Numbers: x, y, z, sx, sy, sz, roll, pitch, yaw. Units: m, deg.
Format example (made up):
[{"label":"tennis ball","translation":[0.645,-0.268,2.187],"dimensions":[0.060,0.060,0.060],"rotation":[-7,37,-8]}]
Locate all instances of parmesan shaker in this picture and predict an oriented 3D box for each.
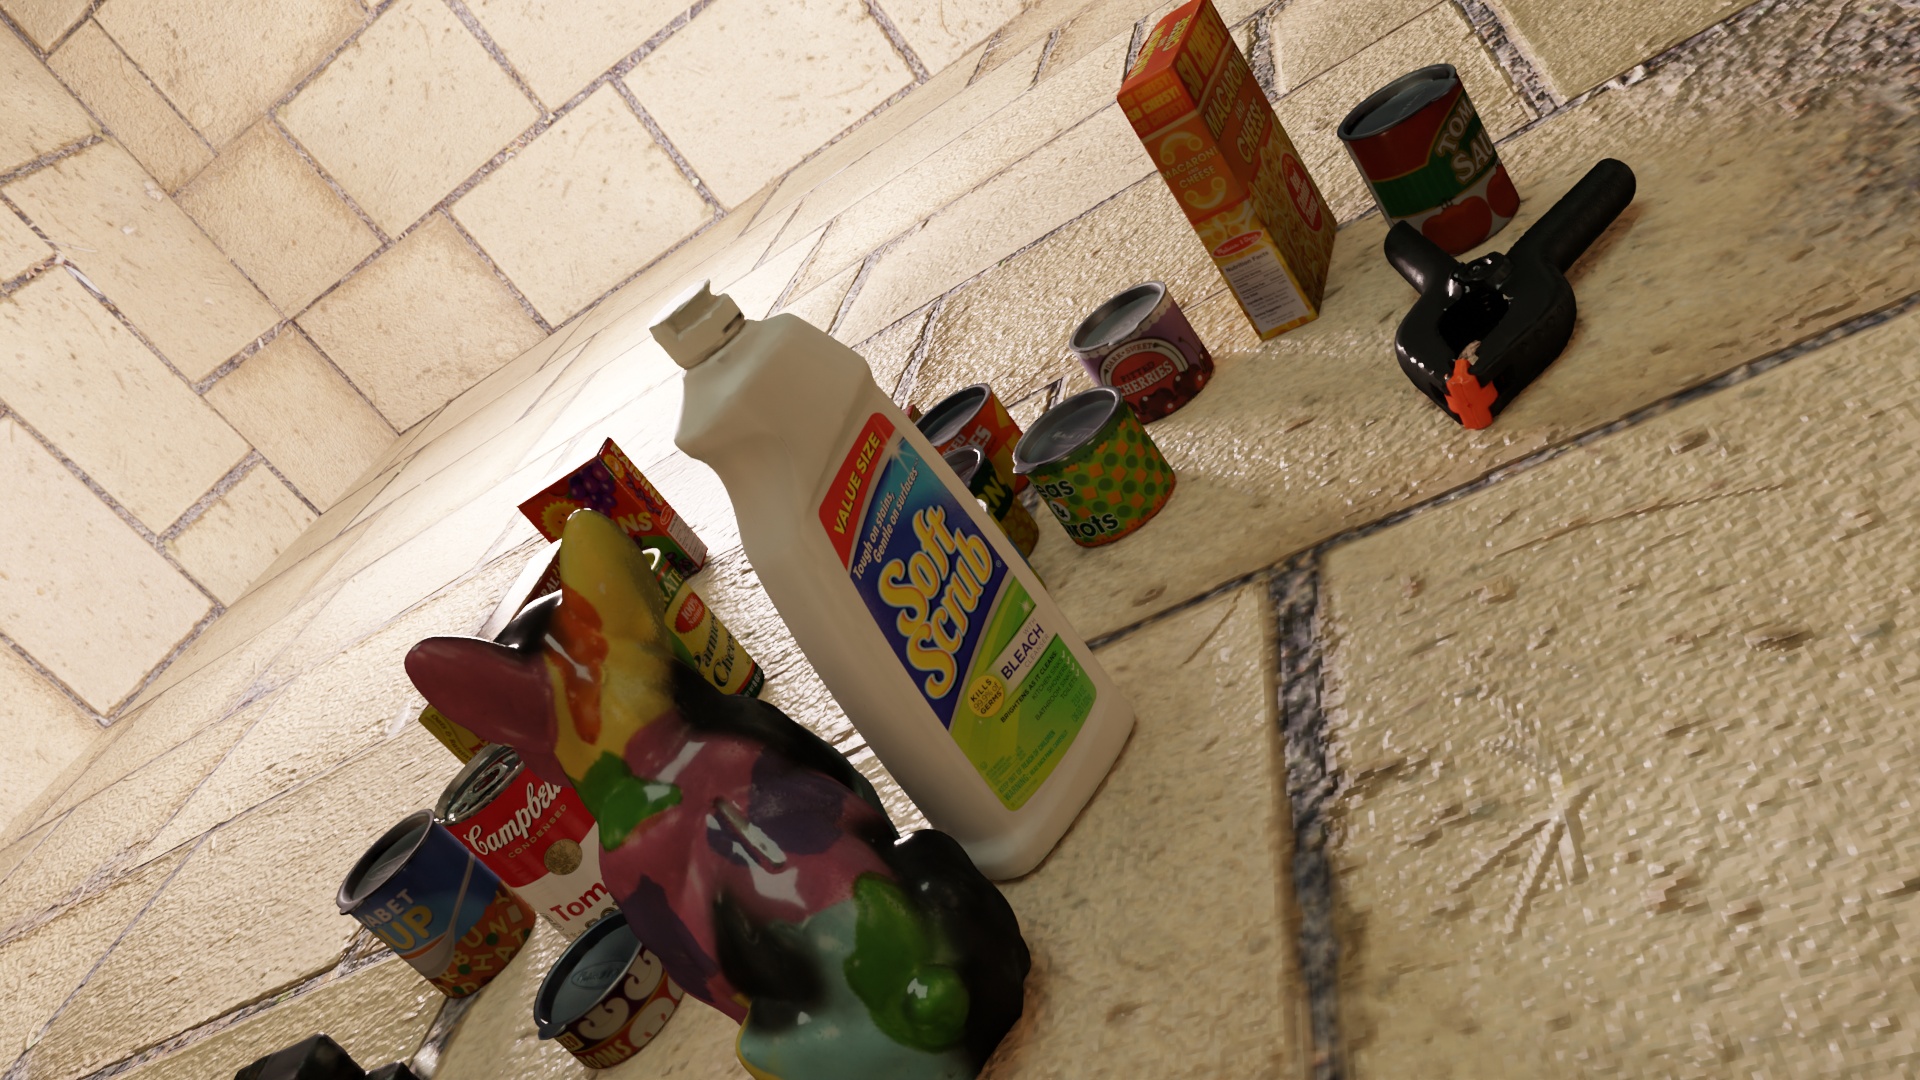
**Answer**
[{"label":"parmesan shaker","translation":[-0.173,0.063,0.836],"dimensions":[0.071,0.103,0.071],"rotation":[-31,23,15]}]

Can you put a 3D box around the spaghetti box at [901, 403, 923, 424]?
[{"label":"spaghetti box","translation":[-0.039,-0.006,0.840],"dimensions":[0.028,0.050,0.251],"rotation":[-29,24,20]}]

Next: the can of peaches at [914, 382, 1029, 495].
[{"label":"can of peaches","translation":[0.007,-0.053,0.853],"dimensions":[0.071,0.058,0.071],"rotation":[-31,23,15]}]

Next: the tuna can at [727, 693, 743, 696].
[{"label":"tuna can","translation":[-0.132,0.118,0.761],"dimensions":[0.071,0.032,0.071],"rotation":[-31,23,15]}]

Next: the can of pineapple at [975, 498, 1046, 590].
[{"label":"can of pineapple","translation":[0.002,0.022,0.716],"dimensions":[0.071,0.057,0.071],"rotation":[-31,23,15]}]

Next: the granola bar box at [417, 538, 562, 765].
[{"label":"granola bar box","translation":[-0.242,0.092,0.855],"dimensions":[0.039,0.124,0.166],"rotation":[-28,24,23]}]

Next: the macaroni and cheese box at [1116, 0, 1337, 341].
[{"label":"macaroni and cheese box","translation":[0.158,-0.216,0.804],"dimensions":[0.040,0.166,0.124],"rotation":[-22,27,34]}]

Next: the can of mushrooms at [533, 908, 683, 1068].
[{"label":"can of mushrooms","translation":[-0.160,0.206,0.634],"dimensions":[0.071,0.033,0.071],"rotation":[-31,23,15]}]

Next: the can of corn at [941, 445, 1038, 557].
[{"label":"can of corn","translation":[0.003,-0.010,0.776],"dimensions":[0.071,0.058,0.071],"rotation":[-31,23,15]}]

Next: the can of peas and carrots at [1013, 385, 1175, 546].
[{"label":"can of peas and carrots","translation":[0.069,-0.037,0.730],"dimensions":[0.071,0.058,0.071],"rotation":[-31,23,15]}]

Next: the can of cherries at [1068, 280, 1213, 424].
[{"label":"can of cherries","translation":[0.106,-0.108,0.813],"dimensions":[0.071,0.058,0.072],"rotation":[-31,23,15]}]

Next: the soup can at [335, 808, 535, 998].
[{"label":"soup can","translation":[-0.288,0.202,0.763],"dimensions":[0.071,0.083,0.072],"rotation":[-31,23,15]}]

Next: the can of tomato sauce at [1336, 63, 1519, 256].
[{"label":"can of tomato sauce","translation":[0.253,-0.201,0.744],"dimensions":[0.071,0.083,0.071],"rotation":[-31,23,15]}]

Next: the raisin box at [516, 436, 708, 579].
[{"label":"raisin box","translation":[-0.272,-0.009,1.093],"dimensions":[0.086,0.123,0.040],"rotation":[-30,24,18]}]
